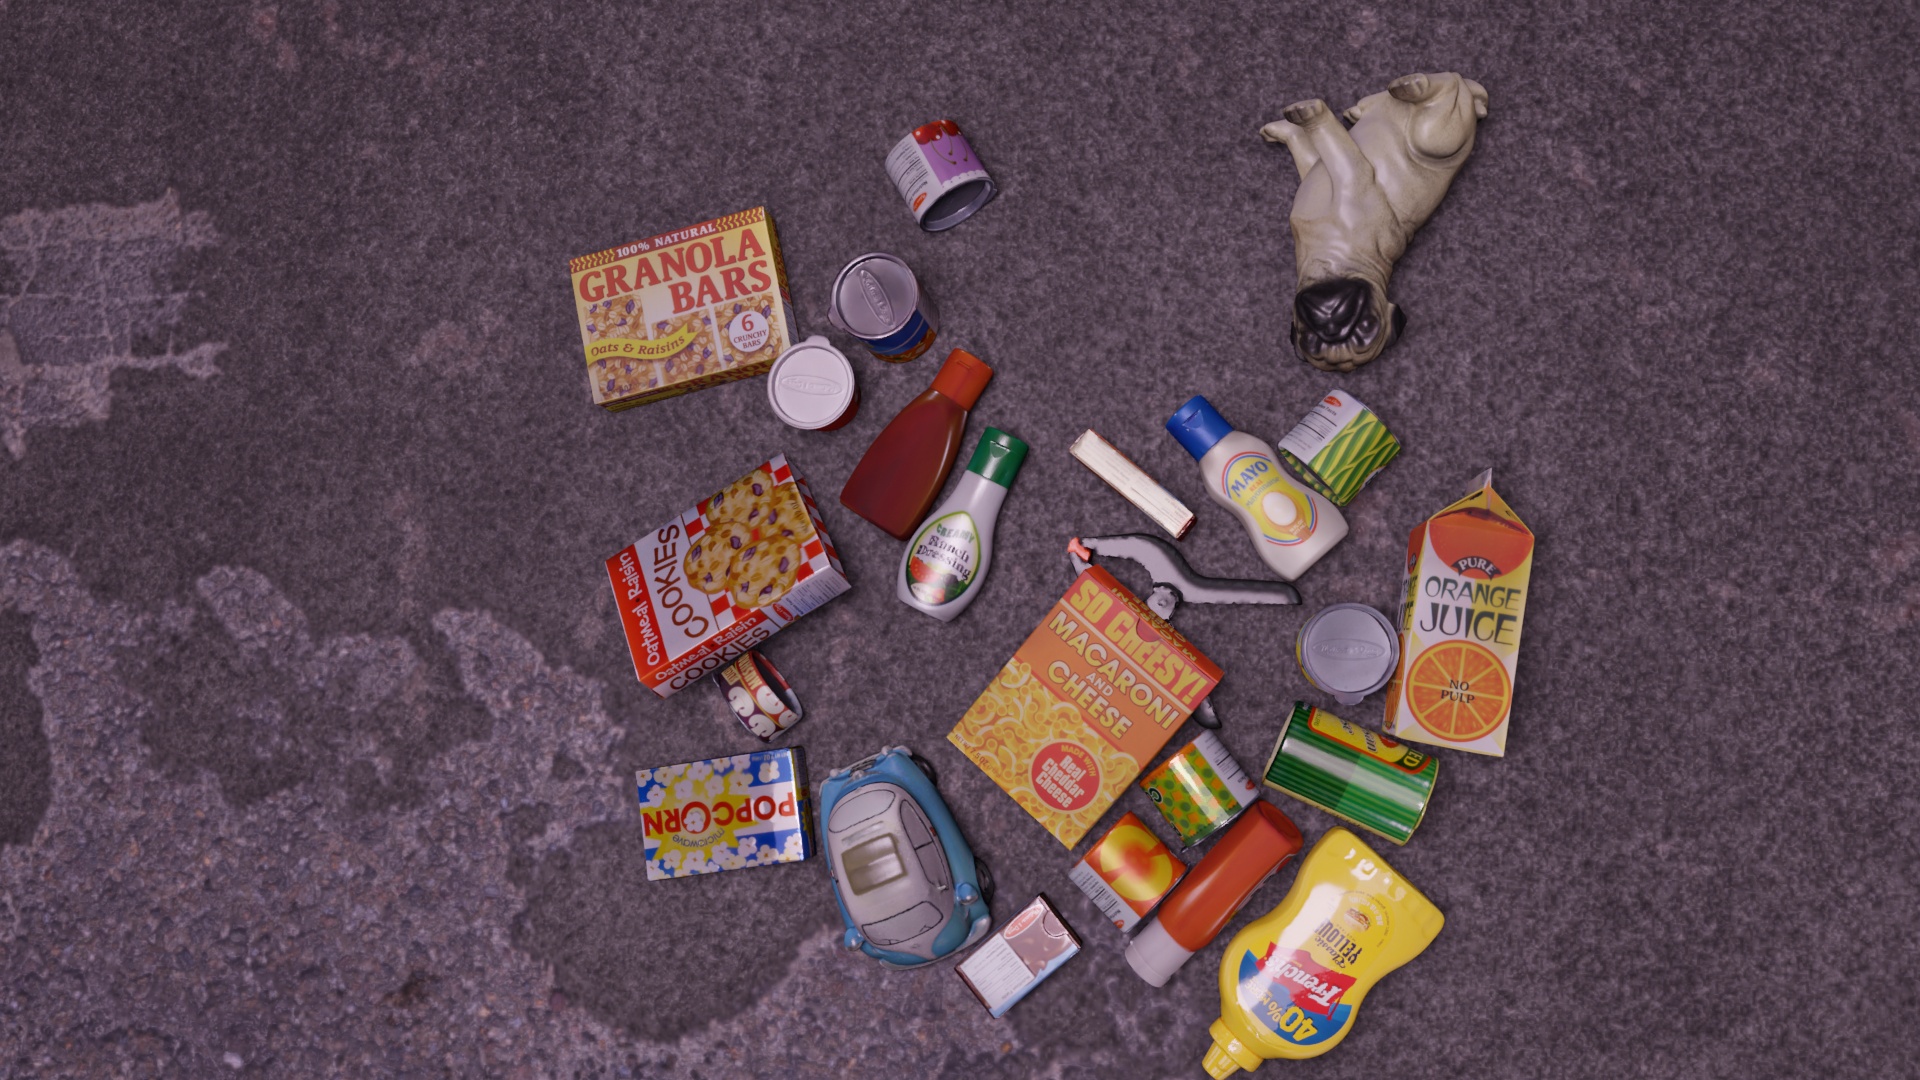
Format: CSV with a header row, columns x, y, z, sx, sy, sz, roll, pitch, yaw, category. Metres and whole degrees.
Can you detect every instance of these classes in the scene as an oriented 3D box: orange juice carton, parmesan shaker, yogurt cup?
x,y,z,sx,sy,sz,roll,pitch,yaw,category
0.348,0.048,0.968,0.073,0.072,0.192,9,86,10,orange juice carton
0.271,0.161,0.969,0.103,0.071,0.071,23,88,11,parmesan shaker
-0.109,-0.115,1.073,0.072,0.054,0.072,-1,84,10,yogurt cup

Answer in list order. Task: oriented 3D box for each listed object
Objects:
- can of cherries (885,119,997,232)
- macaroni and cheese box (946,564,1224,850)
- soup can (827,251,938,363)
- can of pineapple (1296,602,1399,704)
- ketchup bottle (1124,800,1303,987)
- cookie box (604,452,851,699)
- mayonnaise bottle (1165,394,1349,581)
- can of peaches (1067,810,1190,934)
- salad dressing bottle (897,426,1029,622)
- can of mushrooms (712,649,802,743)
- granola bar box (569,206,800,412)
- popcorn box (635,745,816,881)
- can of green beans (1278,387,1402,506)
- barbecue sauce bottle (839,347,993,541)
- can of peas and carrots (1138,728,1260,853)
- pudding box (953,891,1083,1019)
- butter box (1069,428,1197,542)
x,y,z,sx,sy,sz,roll,pitch,yaw,category
-0.015,-0.281,1.072,0.071,0.071,0.058,-32,79,5,can of cherries
0.089,0.120,1.002,0.124,0.040,0.166,41,105,11,macaroni and cheese box
-0.058,-0.174,1.056,0.071,0.083,0.071,-1,84,10,soup can
0.272,0.079,0.984,0.071,0.058,0.071,-1,84,10,can of pineapple
0.177,0.251,0.982,0.043,0.065,0.148,43,101,13,ketchup bottle
-0.179,0.027,1.052,0.167,0.040,0.123,-31,52,5,cookie box
0.212,-0.042,1.016,0.064,0.041,0.148,-43,79,5,mayonnaise bottle
0.120,0.234,0.990,0.058,0.071,0.071,44,92,12,can of peaches
0.004,-0.013,1.047,0.064,0.044,0.147,26,88,9,salad dressing bottle
-0.152,0.116,1.047,0.033,0.071,0.071,-37,79,3,can of mushrooms
-0.218,-0.183,1.107,0.165,0.039,0.124,-13,82,8,granola bar box
-0.178,0.207,1.056,0.127,0.038,0.085,-10,83,9,popcorn box
0.272,-0.066,0.997,0.058,0.071,0.071,-45,79,3,can of green beans
-0.029,-0.076,1.061,0.065,0.043,0.148,32,89,11,barbecue sauce bottle
0.168,0.177,0.988,0.071,0.071,0.059,-38,79,4,can of peas and carrots
0.043,0.302,1.013,0.083,0.030,0.050,-41,78,3,pudding box
0.128,-0.041,1.025,0.103,0.053,0.024,40,95,12,butter box
